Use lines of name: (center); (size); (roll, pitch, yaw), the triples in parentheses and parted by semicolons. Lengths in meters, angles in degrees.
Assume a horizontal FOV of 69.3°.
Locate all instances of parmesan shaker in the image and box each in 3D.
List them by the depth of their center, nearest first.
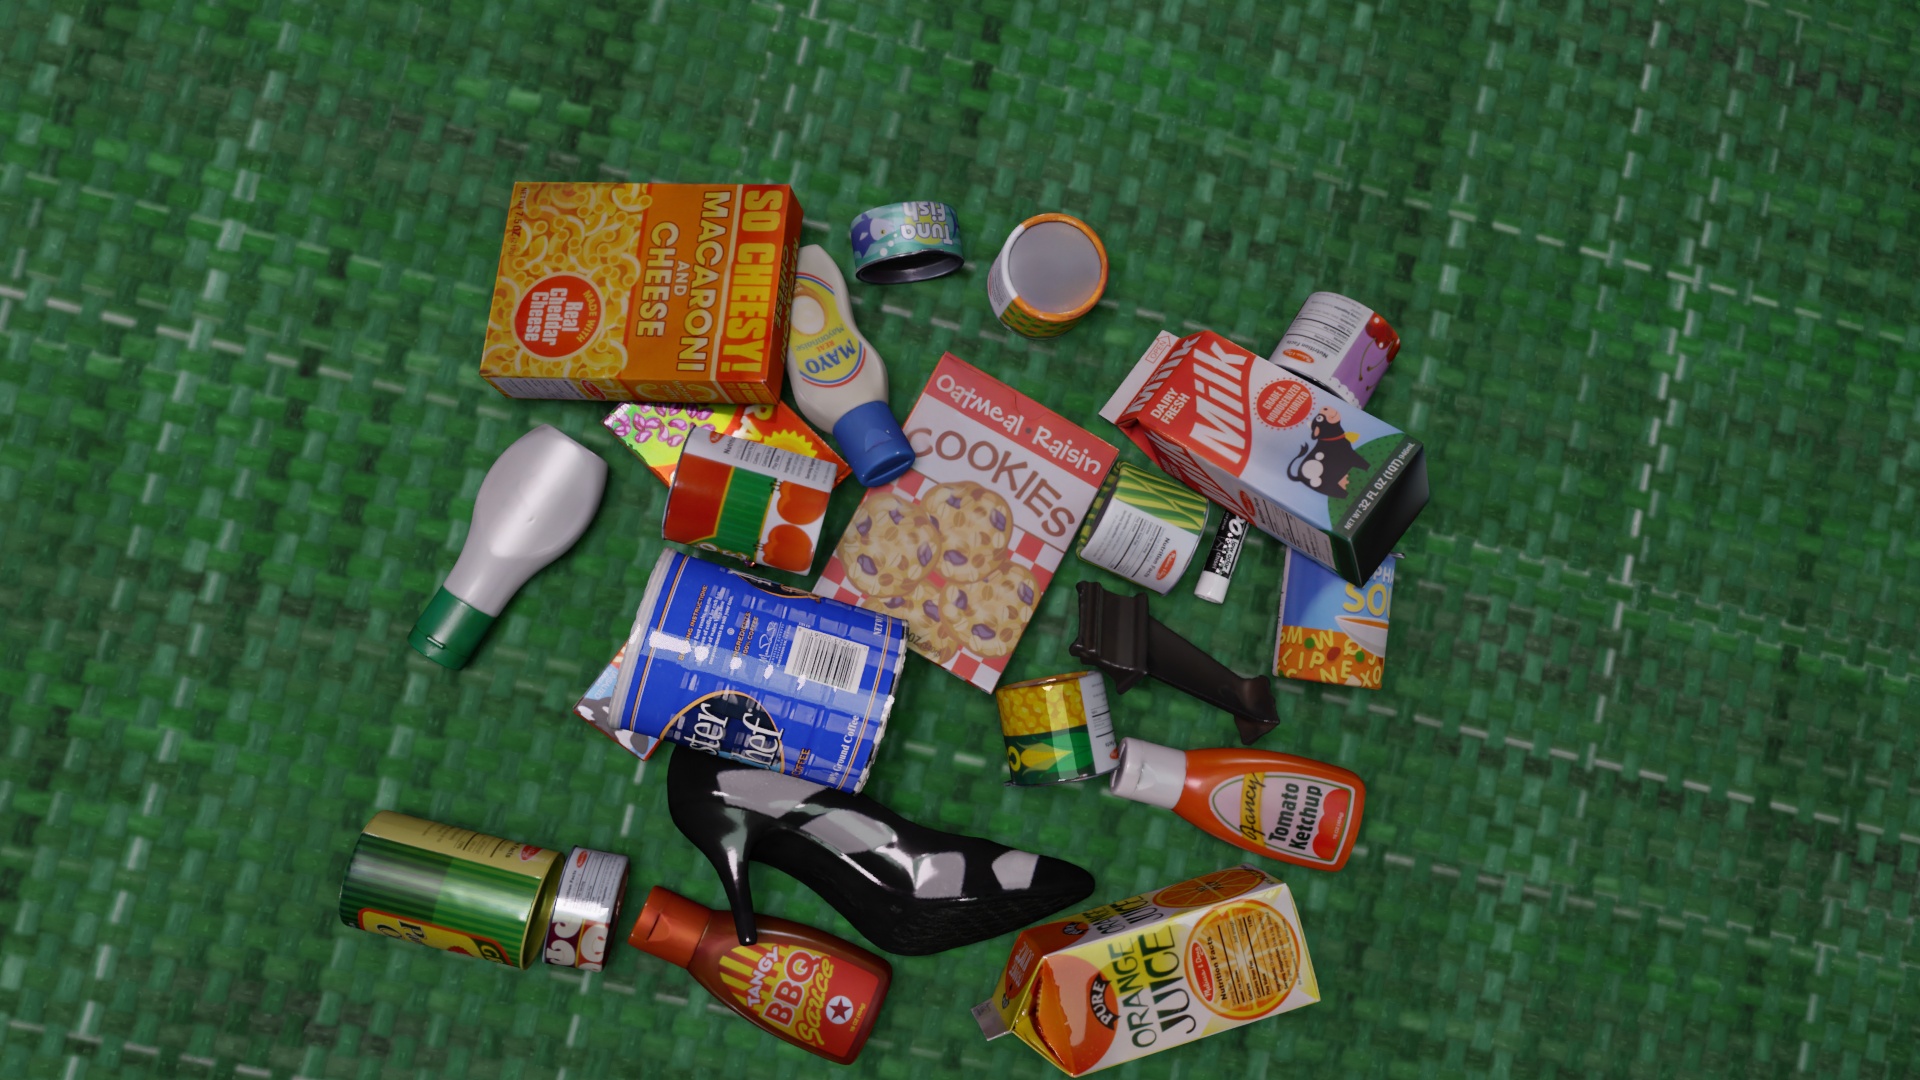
parmesan shaker: (-0.283, 0.196, 0.780); (0.103, 0.071, 0.071); (14, 85, -2)

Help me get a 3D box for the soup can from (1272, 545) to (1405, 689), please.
soup can: (0.230, 0.046, 0.848); (0.071, 0.071, 0.084); (8, 86, -6)

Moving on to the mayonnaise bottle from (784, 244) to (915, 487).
mayonnaise bottle: (-0.075, -0.101, 0.816); (0.065, 0.041, 0.148); (-27, 72, -9)

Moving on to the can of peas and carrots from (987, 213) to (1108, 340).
can of peas and carrots: (0.055, -0.160, 0.847); (0.071, 0.058, 0.071); (0, 87, -6)

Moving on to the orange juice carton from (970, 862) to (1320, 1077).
orange juice carton: (0.102, 0.256, 0.818); (0.193, 0.071, 0.073); (-15, 88, -8)

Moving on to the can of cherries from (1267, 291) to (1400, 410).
can of cherries: (0.230, -0.111, 0.863); (0.071, 0.071, 0.058); (33, 83, -4)

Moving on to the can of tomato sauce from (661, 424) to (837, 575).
can of tomato sauce: (-0.117, -0.020, 0.774); (0.083, 0.071, 0.071); (15, 85, -5)

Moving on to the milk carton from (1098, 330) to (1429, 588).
milk carton: (0.175, -0.059, 0.824); (0.191, 0.073, 0.072); (34, 82, 30)

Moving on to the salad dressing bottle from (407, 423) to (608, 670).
salad dressing bottle: (-0.264, 0.004, 0.807); (0.064, 0.044, 0.148); (34, 84, -5)

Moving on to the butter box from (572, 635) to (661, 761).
butter box: (-0.175, 0.074, 0.821); (0.053, 0.024, 0.103); (37, 83, -4)

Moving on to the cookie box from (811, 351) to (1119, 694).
cookie box: (0.003, -0.011, 0.839); (0.123, 0.040, 0.167); (29, 84, -4)

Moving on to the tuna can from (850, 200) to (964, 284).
tuna can: (-0.031, -0.178, 0.831); (0.071, 0.071, 0.033); (-8, 87, -7)

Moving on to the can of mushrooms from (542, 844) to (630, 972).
can of mushrooms: (-0.212, 0.210, 0.789); (0.033, 0.071, 0.071); (12, 85, -7)

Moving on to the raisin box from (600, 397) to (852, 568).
raisin box: (-0.138, -0.055, 0.827); (0.123, 0.040, 0.086); (45, 82, -3)

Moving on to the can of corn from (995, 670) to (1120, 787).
can of corn: (0.055, 0.111, 0.825); (0.071, 0.071, 0.058); (-10, 87, -7)

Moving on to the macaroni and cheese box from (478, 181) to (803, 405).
macaroni and cheese box: (-0.180, -0.143, 0.798); (0.166, 0.040, 0.124); (3, 75, 8)

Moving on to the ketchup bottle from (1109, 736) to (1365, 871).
ketchup bottle: (0.167, 0.155, 0.846); (0.149, 0.043, 0.064); (15, 93, -5)

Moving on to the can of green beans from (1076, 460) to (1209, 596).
can of green beans: (0.109, -0.008, 0.839); (0.058, 0.071, 0.071); (24, 84, -4)

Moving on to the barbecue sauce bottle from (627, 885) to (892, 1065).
barbecue sauce bottle: (-0.118, 0.246, 0.807); (0.148, 0.043, 0.065); (25, 85, -4)
